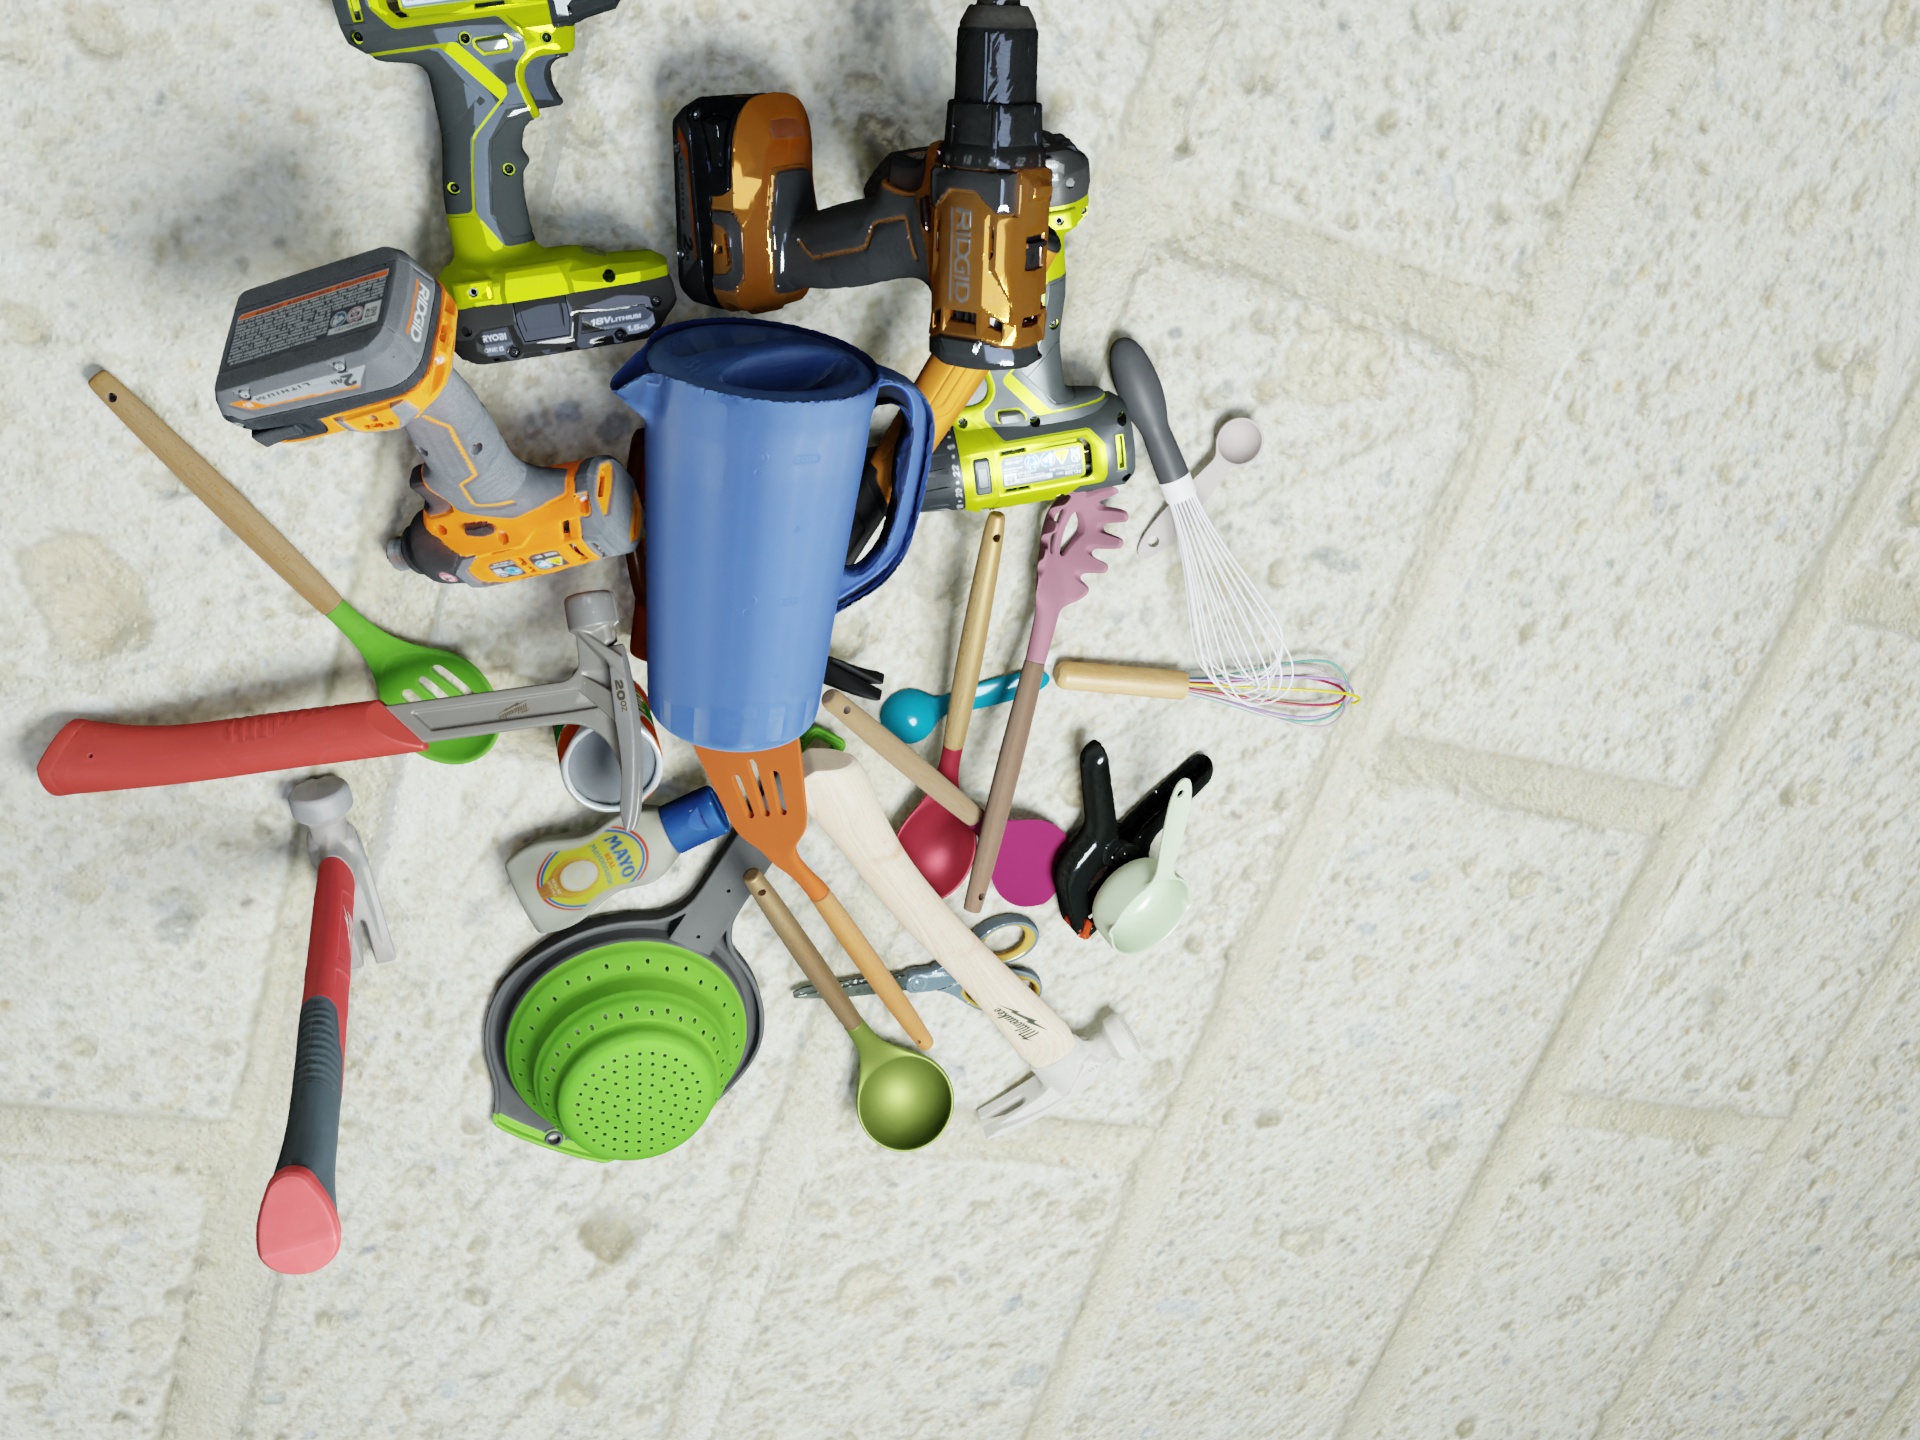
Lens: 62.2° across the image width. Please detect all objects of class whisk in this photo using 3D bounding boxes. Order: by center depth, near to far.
[{"bbox_3d":[0.162,-0.133,1.109,0.070,0.070,0.284,-27,109,-4],"label":"whisk"},{"bbox_3d":[0.188,-0.026,1.188,0.245,0.047,0.051,5,107,-16],"label":"whisk"}]

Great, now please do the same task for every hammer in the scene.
[{"bbox_3d":[-0.359,0.179,0.908,0.038,0.387,0.143,-12,118,-13],"label":"hammer"},{"bbox_3d":[-0.377,0.017,0.975,0.359,0.036,0.149,-8,89,0],"label":"hammer"},{"bbox_3d":[-0.031,-0.160,0.991,0.127,0.034,0.336,28,121,-13],"label":"hammer"},{"bbox_3d":[-0.015,0.171,1.192,0.146,0.038,0.410,-33,125,6],"label":"hammer"}]

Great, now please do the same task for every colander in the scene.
[{"bbox_3d":[-0.192,0.182,1.133,0.204,0.095,0.397,28,104,-27],"label":"colander"}]

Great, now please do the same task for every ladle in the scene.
[{"bbox_3d":[-0.002,-0.004,1.121,0.069,0.031,0.315,-5,125,-24],"label":"ladle"},{"bbox_3d":[-0.085,0.217,1.174,0.078,0.062,0.319,-31,132,-6],"label":"ladle"}]

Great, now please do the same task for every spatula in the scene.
[{"bbox_3d":[-0.086,0.129,1.120,0.081,0.041,0.322,-7,133,26],"label":"spatula"}]

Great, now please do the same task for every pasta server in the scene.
[{"bbox_3d":[0.050,-0.013,1.117,0.060,0.040,0.316,9,99,-35],"label":"pasta server"}]

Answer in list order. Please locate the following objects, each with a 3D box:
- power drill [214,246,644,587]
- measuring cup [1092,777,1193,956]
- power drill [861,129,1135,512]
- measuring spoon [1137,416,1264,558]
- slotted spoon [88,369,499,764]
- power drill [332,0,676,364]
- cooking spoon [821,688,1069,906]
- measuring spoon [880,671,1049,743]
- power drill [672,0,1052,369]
[{"bbox_3d":[-0.305,-0.151,0.897,0.164,0.084,0.226,-11,151,18],"label":"power drill"},{"bbox_3d":[0.142,0.103,1.191,0.083,0.038,0.167,-14,130,-31],"label":"measuring cup"},{"bbox_3d":[0.007,-0.240,1.006,0.190,0.080,0.228,-10,120,-3],"label":"power drill"},{"bbox_3d":[0.167,-0.165,1.132,0.034,0.018,0.124,35,107,-18],"label":"measuring spoon"},{"bbox_3d":[-0.402,-0.090,0.974,0.070,0.031,0.313,-37,118,4],"label":"slotted spoon"},{"bbox_3d":[-0.236,-0.324,0.885,0.171,0.080,0.223,-11,115,-9],"label":"power drill"},{"bbox_3d":[-0.004,0.057,1.131,0.069,0.017,0.318,-52,137,-4],"label":"cooking spoon"},{"bbox_3d":[0.006,-0.011,1.146,0.128,0.021,0.042,-16,119,-8],"label":"measuring spoon"},{"bbox_3d":[-0.050,-0.301,0.876,0.084,0.226,0.185,-32,132,-50],"label":"power drill"}]
